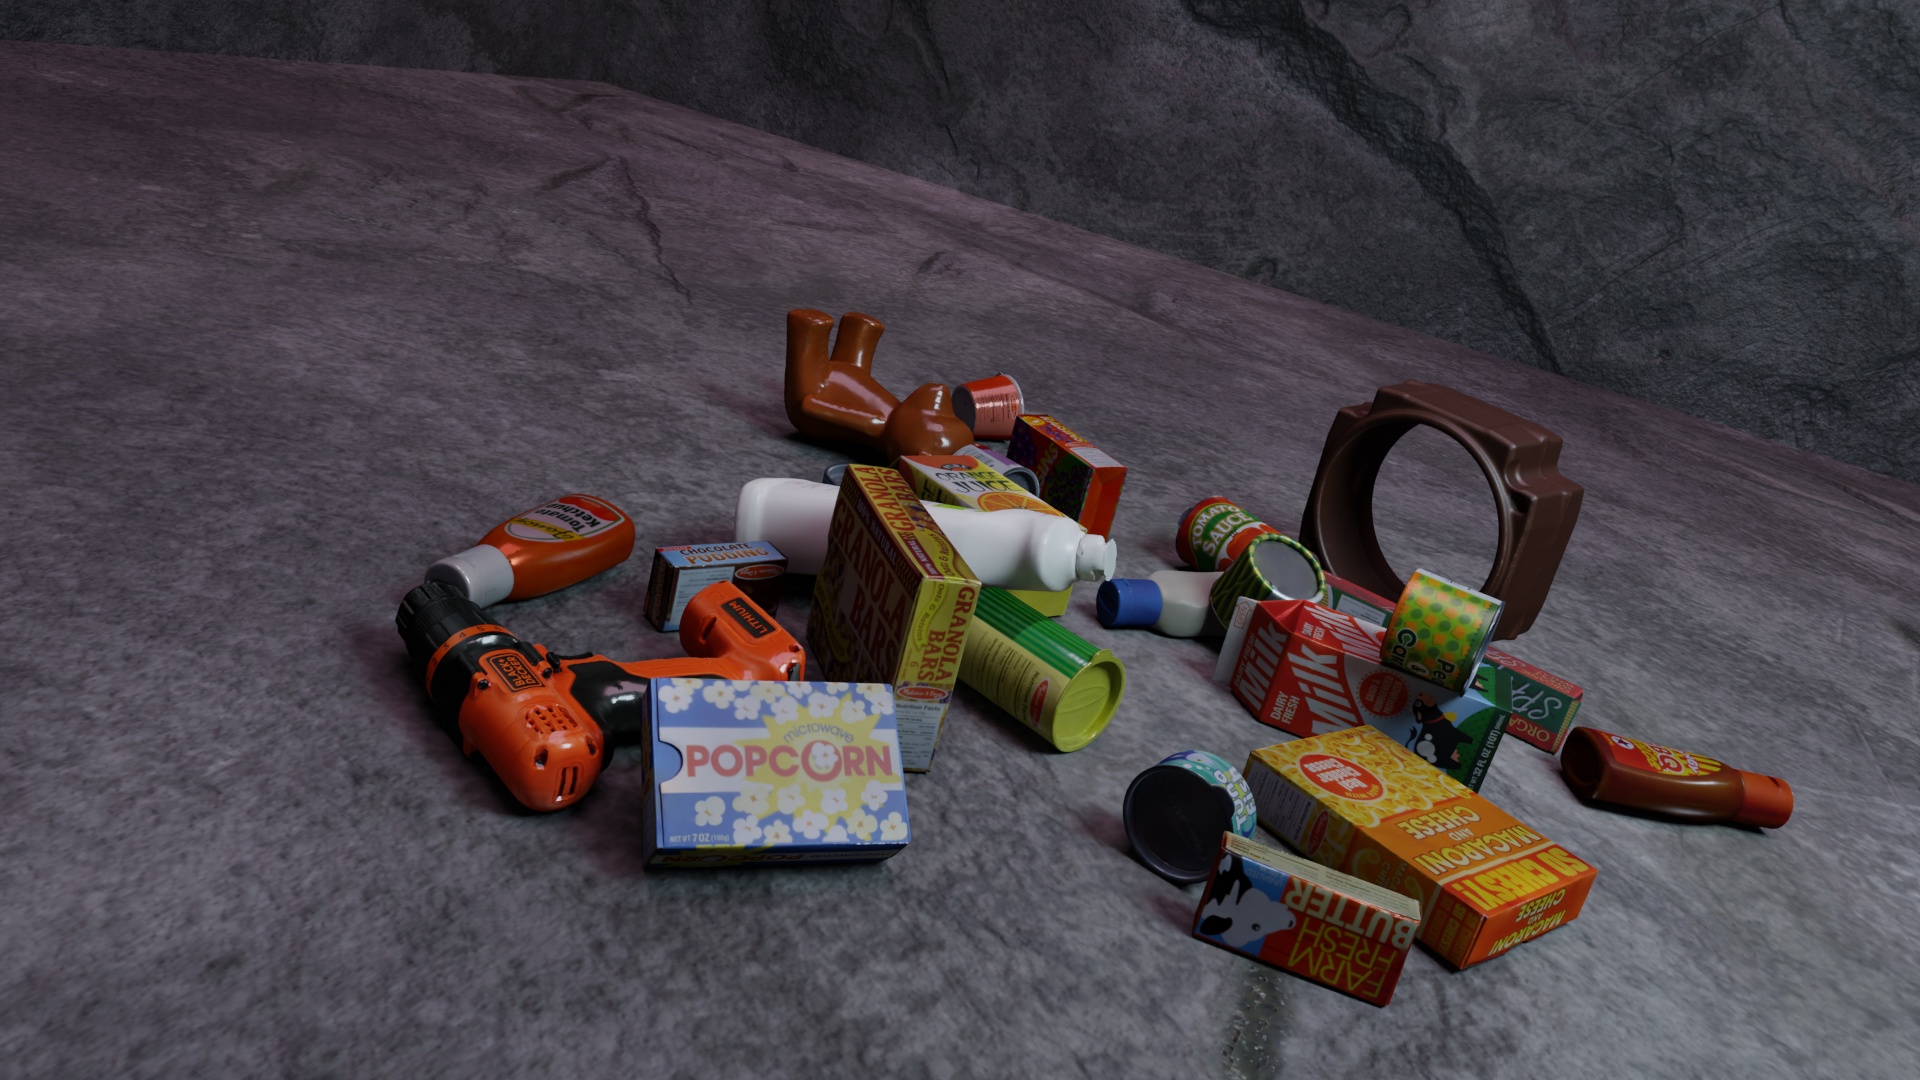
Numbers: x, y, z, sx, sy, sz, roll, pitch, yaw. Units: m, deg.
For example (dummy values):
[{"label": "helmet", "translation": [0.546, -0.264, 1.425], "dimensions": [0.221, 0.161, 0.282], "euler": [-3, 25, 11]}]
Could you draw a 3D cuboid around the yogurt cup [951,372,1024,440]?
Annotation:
[{"label": "yogurt cup", "translation": [0.025, -0.133, 1.405], "dimensions": [0.054, 0.072, 0.072], "euler": [-7, 29, -28]}]

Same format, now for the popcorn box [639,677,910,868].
[{"label": "popcorn box", "translation": [-0.092, 0.114, 0.684], "dimensions": [0.127, 0.038, 0.085], "euler": [4, 62, -24]}]

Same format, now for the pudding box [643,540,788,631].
[{"label": "pudding box", "translation": [-0.157, 0.029, 0.898], "dimensions": [0.084, 0.049, 0.030], "euler": [-3, 29, -37]}]

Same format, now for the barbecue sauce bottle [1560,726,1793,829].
[{"label": "barbecue sauce bottle", "translation": [0.504, 0.170, 0.974], "dimensions": [0.149, 0.043, 0.065], "euler": [13, 19, -5]}]

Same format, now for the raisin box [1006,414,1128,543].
[{"label": "raisin box", "translation": [0.085, -0.048, 1.197], "dimensions": [0.040, 0.085, 0.124], "euler": [-2, 26, -32]}]

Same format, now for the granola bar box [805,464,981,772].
[{"label": "granola bar box", "translation": [-0.046, 0.042, 0.834], "dimensions": [0.039, 0.123, 0.166], "euler": [6, 22, -23]}]

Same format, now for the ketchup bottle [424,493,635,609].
[{"label": "ketchup bottle", "translation": [-0.273, 0.010, 0.881], "dimensions": [0.065, 0.043, 0.149], "euler": [21, 23, 16]}]

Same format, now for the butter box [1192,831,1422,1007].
[{"label": "butter box", "translation": [0.174, 0.190, 0.700], "dimensions": [0.103, 0.053, 0.024], "euler": [19, 18, 10]}]

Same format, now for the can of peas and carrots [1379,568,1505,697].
[{"label": "can of peas and carrots", "translation": [0.311, 0.061, 0.901], "dimensions": [0.059, 0.070, 0.071], "euler": [24, 23, 23]}]

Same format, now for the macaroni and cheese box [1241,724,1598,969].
[{"label": "macaroni and cheese box", "translation": [0.265, 0.174, 0.817], "dimensions": [0.124, 0.040, 0.167], "euler": [-4, 27, -39]}]

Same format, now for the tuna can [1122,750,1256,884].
[{"label": "tuna can", "translation": [0.126, 0.148, 0.752], "dimensions": [0.071, 0.070, 0.033], "euler": [27, 24, 30]}]

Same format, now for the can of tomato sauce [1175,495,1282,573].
[{"label": "can of tomato sauce", "translation": [0.233, 0.008, 1.174], "dimensions": [0.071, 0.071, 0.083], "euler": [-1, 26, -34]}]

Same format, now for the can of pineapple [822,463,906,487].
[{"label": "can of pineapple", "translation": [-0.078, -0.020, 1.061], "dimensions": [0.071, 0.057, 0.071], "euler": [12, 21, -5]}]

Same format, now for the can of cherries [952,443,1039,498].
[{"label": "can of cherries", "translation": [0.024, -0.040, 1.170], "dimensions": [0.072, 0.071, 0.058], "euler": [-6, 28, -43]}]

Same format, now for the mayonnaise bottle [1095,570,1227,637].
[{"label": "mayonnaise bottle", "translation": [0.176, 0.049, 1.073], "dimensions": [0.148, 0.041, 0.065], "euler": [3, 29, -25]}]

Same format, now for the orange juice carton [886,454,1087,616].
[{"label": "orange juice carton", "translation": [0.004, -0.013, 1.076], "dimensions": [0.072, 0.072, 0.193], "euler": [-3, 27, -39]}]

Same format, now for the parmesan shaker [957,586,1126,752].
[{"label": "parmesan shaker", "translation": [0.045, 0.077, 0.877], "dimensions": [0.071, 0.071, 0.103], "euler": [-8, 30, -45]}]

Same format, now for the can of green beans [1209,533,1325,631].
[{"label": "can of green beans", "translation": [0.229, 0.036, 1.035], "dimensions": [0.071, 0.057, 0.071], "euler": [15, 48, -16]}]

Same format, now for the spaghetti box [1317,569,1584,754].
[{"label": "spaghetti box", "translation": [0.355, 0.085, 1.083], "dimensions": [0.250, 0.050, 0.029], "euler": [27, 25, 30]}]

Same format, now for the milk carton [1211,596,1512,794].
[{"label": "milk carton", "translation": [0.274, 0.101, 0.962], "dimensions": [0.191, 0.072, 0.074], "euler": [19, 22, 14]}]
